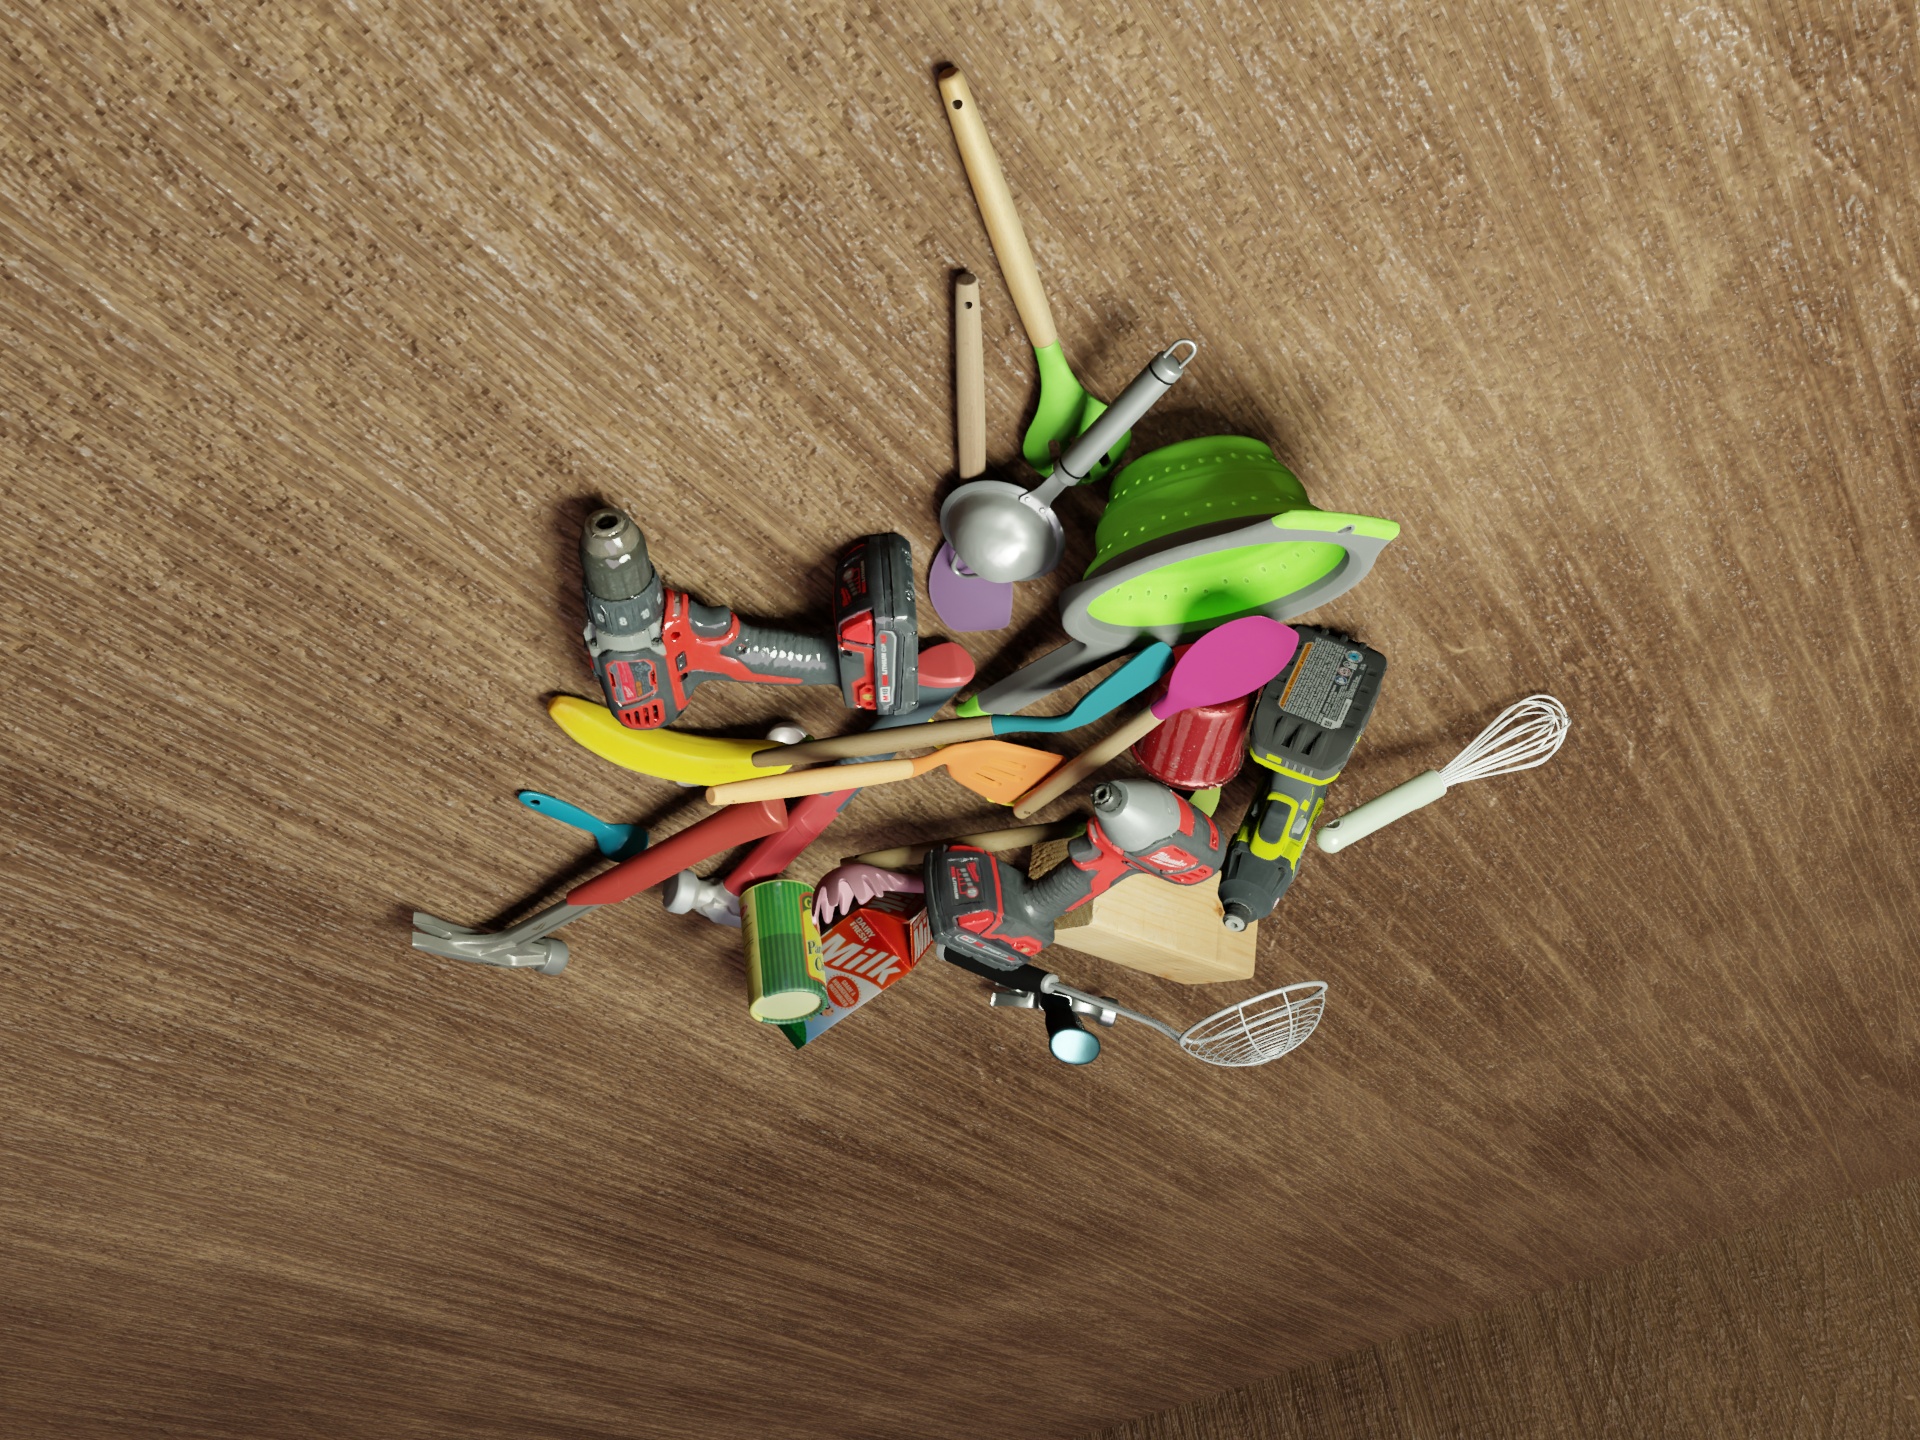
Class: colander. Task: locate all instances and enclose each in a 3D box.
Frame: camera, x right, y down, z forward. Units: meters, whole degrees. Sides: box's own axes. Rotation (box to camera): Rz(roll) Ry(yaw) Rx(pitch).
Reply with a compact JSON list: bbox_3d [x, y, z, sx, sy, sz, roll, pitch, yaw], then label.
[{"bbox_3d":[0.112,-0.098,1.098,0.204,0.094,0.397,1,162,-36],"label":"colander"}]

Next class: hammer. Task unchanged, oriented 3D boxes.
[{"bbox_3d":[0.094,0.274,1.460,0.128,0.033,0.331,14,177,1],"label":"hammer"},{"bbox_3d":[-0.284,0.129,1.297,0.359,0.037,0.149,-27,147,31],"label":"hammer"},{"bbox_3d":[-0.094,0.065,1.284,0.143,0.038,0.386,16,138,-31],"label":"hammer"}]

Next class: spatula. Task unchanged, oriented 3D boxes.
[{"bbox_3d":[-0.052,0.045,1.167,0.322,0.041,0.081,-6,156,-47],"label":"spatula"},{"bbox_3d":[0.006,-0.159,1.041,0.060,0.018,0.315,-3,143,-1],"label":"spatula"},{"bbox_3d":[-0.002,-0.004,1.146,0.317,0.044,0.082,-9,168,13],"label":"spatula"}]

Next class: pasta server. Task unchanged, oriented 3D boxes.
[{"bbox_3d":[-0.013,0.147,1.347,0.060,0.040,0.316,-29,156,32],"label":"pasta server"}]

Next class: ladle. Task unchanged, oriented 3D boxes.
[{"bbox_3d":[0.057,0.084,1.314,0.320,0.078,0.062,-9,110,-2],"label":"ladle"}]

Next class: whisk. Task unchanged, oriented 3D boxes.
[{"bbox_3d":[0.401,0.048,1.318,0.246,0.058,0.059,-26,109,-9],"label":"whisk"}]

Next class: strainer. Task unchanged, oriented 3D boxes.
[{"bbox_3d":[0.062,-0.152,0.999,0.086,0.050,0.258,34,133,-14],"label":"strainer"}]

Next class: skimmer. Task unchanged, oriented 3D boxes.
[{"bbox_3d":[0.135,0.217,1.376,0.363,0.090,0.127,14,180,35],"label":"skimmer"}]

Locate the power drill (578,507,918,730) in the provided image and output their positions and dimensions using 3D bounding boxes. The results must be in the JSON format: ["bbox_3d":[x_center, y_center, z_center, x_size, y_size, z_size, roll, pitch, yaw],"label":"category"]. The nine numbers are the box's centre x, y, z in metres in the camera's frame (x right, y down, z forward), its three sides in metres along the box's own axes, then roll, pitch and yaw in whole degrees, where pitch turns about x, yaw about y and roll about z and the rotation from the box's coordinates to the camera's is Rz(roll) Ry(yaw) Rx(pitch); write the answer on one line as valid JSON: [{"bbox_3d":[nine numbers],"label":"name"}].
[{"bbox_3d":[-0.144,-0.073,1.077,0.226,0.080,0.187,-3,142,-3],"label":"power drill"}]

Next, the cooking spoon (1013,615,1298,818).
[{"bbox_3d":[0.131,0.004,1.180,0.068,0.017,0.319,22,143,-24],"label":"cooking spoon"}]

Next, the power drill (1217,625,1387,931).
[{"bbox_3d":[0.259,0.052,1.253,0.080,0.171,0.223,21,139,14],"label":"power drill"}]

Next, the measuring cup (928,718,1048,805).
[{"bbox_3d":[0.008,0.019,1.274,0.156,0.029,0.062,33,134,-27],"label":"measuring cup"}]

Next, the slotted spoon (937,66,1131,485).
[{"bbox_3d":[0.040,-0.243,0.935,0.070,0.031,0.313,-14,141,12],"label":"slotted spoon"}]

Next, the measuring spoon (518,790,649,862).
[{"bbox_3d":[-0.306,0.089,1.288,0.042,0.021,0.128,-31,140,25],"label":"measuring spoon"}]

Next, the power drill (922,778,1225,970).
[{"bbox_3d":[0.083,0.113,1.247,0.219,0.079,0.143,-28,142,27],"label":"power drill"}]

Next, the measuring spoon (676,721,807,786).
[{"bbox_3d":[-0.172,0.027,1.249,0.124,0.018,0.034,-19,124,23],"label":"measuring spoon"}]
